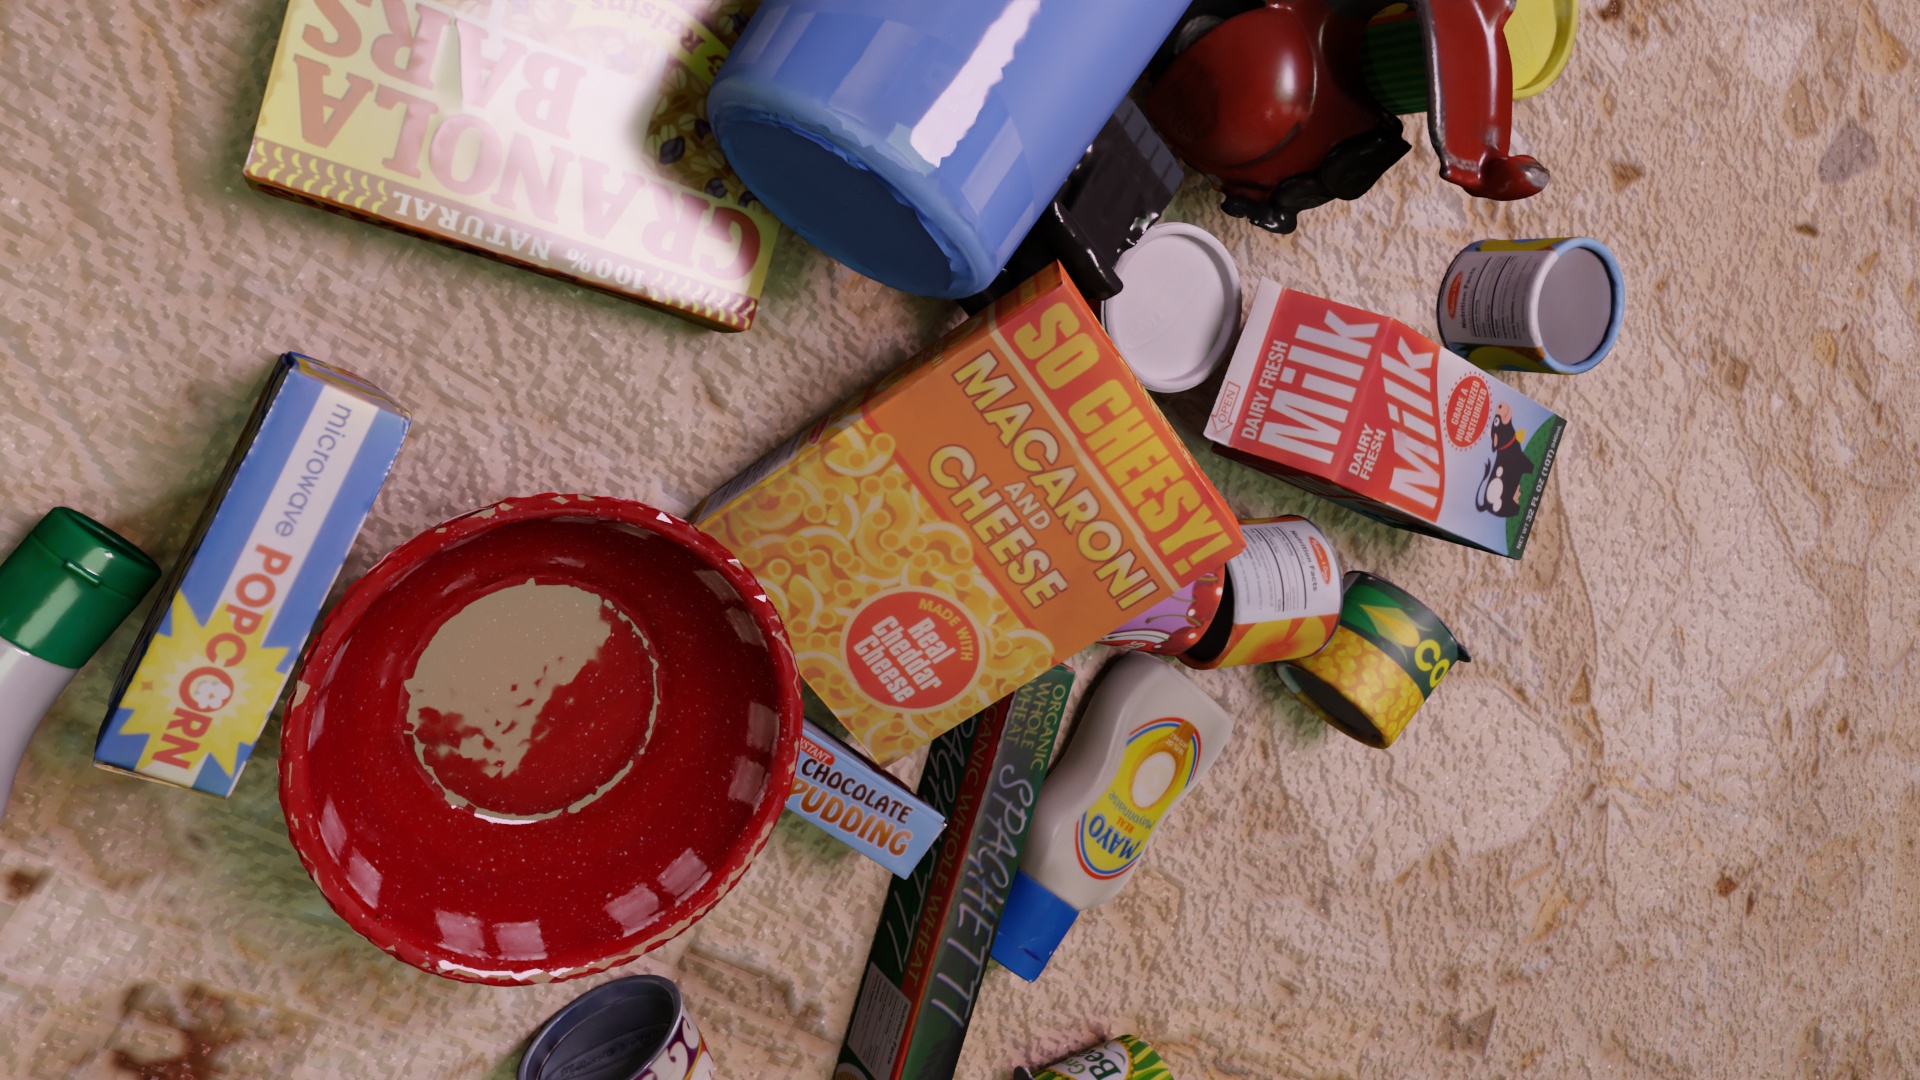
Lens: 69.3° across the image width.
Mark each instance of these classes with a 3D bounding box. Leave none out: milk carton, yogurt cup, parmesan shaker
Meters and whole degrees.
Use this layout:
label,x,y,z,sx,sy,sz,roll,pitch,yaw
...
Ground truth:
label,x,y,z,sx,sy,sz,roll,pitch,yaw
milk carton,0.181,-0.052,0.616,0.190,0.073,0.072,18,92,-38
yogurt cup,0.075,-0.098,0.580,0.072,0.054,0.072,-5,102,-26
parmesan shaker,0.196,-0.215,0.593,0.071,0.103,0.071,-5,102,-27

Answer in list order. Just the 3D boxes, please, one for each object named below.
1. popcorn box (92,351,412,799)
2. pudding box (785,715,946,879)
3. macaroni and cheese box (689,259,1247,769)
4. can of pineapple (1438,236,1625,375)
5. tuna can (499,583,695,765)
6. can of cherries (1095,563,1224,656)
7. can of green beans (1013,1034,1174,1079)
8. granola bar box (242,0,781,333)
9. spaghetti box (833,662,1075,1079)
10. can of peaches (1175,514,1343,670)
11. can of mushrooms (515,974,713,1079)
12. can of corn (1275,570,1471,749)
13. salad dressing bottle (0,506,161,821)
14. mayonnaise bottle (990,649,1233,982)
label,x,y,z,sx,sy,sz,roll,pitch,yaw
popcorn box,-0.218,0.005,0.431,0.038,0.085,0.126,27,86,-29
pudding box,-0.051,0.097,0.554,0.083,0.050,0.030,38,83,-28
macaroni and cheese box,0.002,-0.007,0.519,0.166,0.040,0.123,-33,109,14
can of pineapple,0.281,-0.115,0.681,0.071,0.058,0.071,-5,102,-27
tuna can,-0.134,0.046,0.511,0.071,0.033,0.071,-5,102,-26
can of cherries,0.069,0.016,0.591,0.058,0.071,0.071,13,94,-30
can of green beans,0.065,0.268,0.635,0.058,0.071,0.071,-14,106,-25
granola bar box,-0.137,-0.153,0.470,0.166,0.039,0.124,14,92,-29
spaghetti box,-0.009,0.162,0.587,0.029,0.050,0.250,16,92,-31
can of peaches,0.126,0.024,0.624,0.058,0.071,0.071,-4,102,-27
can of mushrooms,-0.129,0.200,0.521,0.071,0.071,0.033,-28,113,-20
can of corn,0.196,0.059,0.662,0.058,0.071,0.071,-49,117,-10
salad dressing bottle,-0.307,0.058,0.419,0.064,0.044,0.148,42,79,-25
mayonnaise bottle,0.060,0.124,0.620,0.064,0.041,0.148,40,80,-29
